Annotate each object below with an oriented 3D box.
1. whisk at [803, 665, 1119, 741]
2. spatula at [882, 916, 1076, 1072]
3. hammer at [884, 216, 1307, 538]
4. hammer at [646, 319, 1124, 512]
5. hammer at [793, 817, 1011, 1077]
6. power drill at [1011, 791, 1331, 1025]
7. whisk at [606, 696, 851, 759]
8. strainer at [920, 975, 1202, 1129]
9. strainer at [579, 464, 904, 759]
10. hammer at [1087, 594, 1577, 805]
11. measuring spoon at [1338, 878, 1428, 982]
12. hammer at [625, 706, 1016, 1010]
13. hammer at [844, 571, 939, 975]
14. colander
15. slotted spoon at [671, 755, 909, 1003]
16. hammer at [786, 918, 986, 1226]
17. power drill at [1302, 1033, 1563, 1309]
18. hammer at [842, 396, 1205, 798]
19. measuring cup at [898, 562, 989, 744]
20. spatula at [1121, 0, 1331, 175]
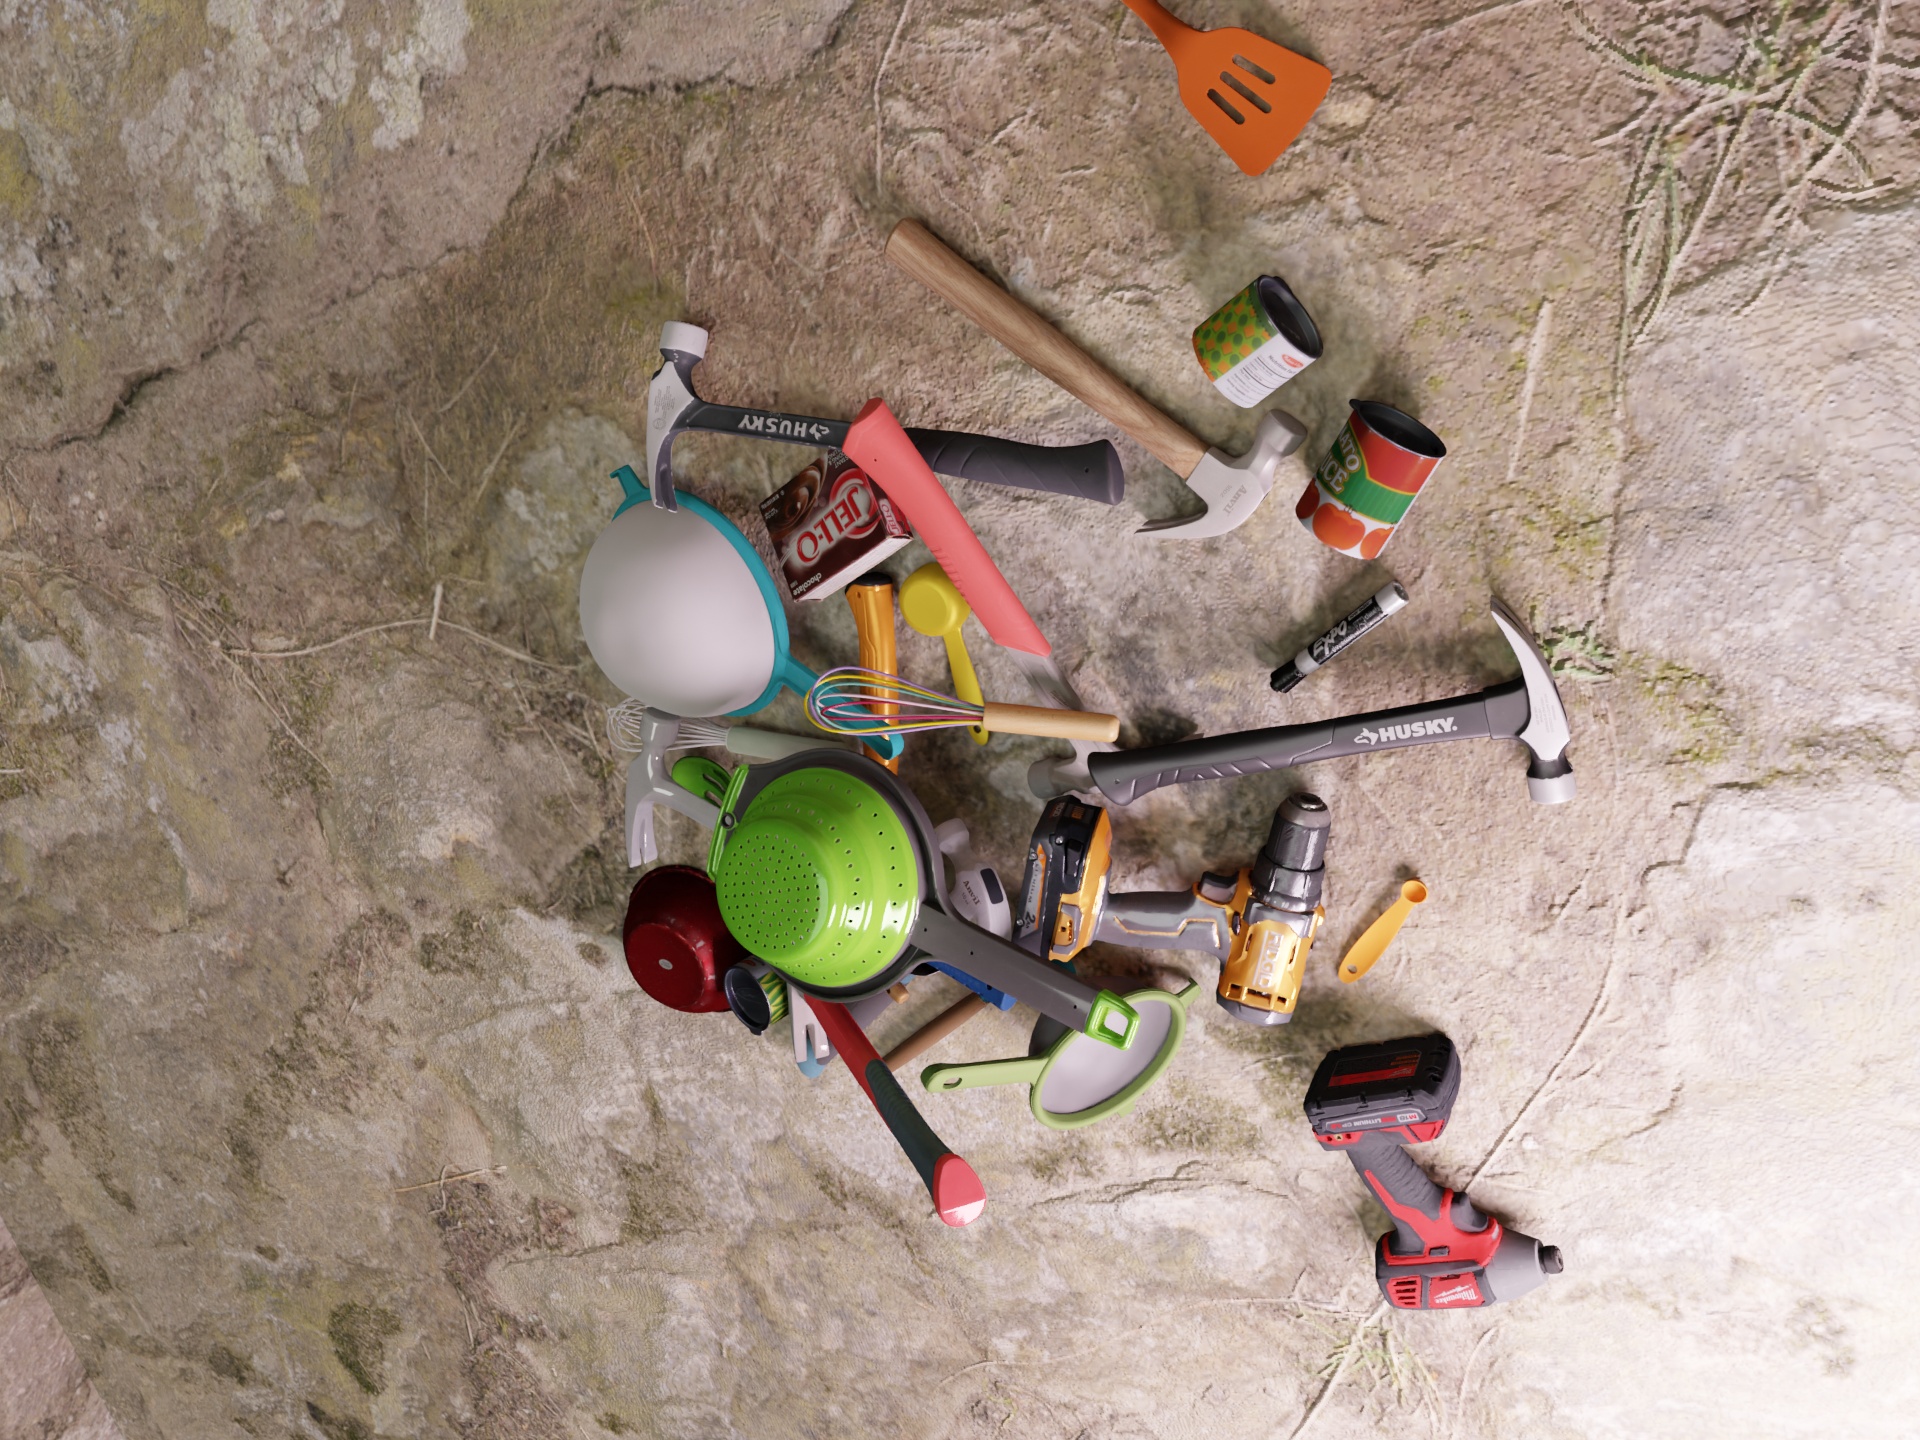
[{"bbox_3d":[-0.002,-0.002,1.204,0.245,0.047,0.051,6,119,14],"label":"whisk"},{"bbox_3d":[-0.002,0.254,1.402,0.317,0.044,0.082,-43,68,37],"label":"spatula"},{"bbox_3d":[0.079,-0.249,1.137,0.331,0.031,0.130,38,124,9],"label":"hammer"},{"bbox_3d":[-0.069,-0.205,1.191,0.409,0.036,0.149,13,92,25],"label":"hammer"},{"bbox_3d":[-0.061,0.227,1.415,0.331,0.033,0.128,-48,64,39],"label":"hammer"},{"bbox_3d":[0.166,0.123,1.218,0.226,0.084,0.185,14,113,9],"label":"power drill"},{"bbox_3d":[-0.208,0.014,1.407,0.246,0.059,0.057,9,153,21],"label":"whisk"},{"bbox_3d":[0.064,0.258,1.273,0.069,0.256,0.151,50,126,42],"label":"strainer"},{"bbox_3d":[-0.201,-0.048,1.302,0.341,0.095,0.210,34,135,23],"label":"strainer"},{"bbox_3d":[0.251,0.010,1.129,0.335,0.035,0.146,-10,108,22],"label":"hammer"},{"bbox_3d":[0.320,0.160,1.207,0.021,0.011,0.116,35,127,11],"label":"measuring spoon"},{"bbox_3d":[-0.124,0.133,1.323,0.406,0.035,0.144,26,113,25],"label":"hammer"},{"bbox_3d":[-0.061,0.046,1.315,0.127,0.034,0.336,14,112,45],"label":"hammer"},{"bbox_3d":[-0.054,0.156,1.208,0.397,0.094,0.204,24,104,24],"label":"colander"},{"bbox_3d":[-0.150,0.136,1.390,0.314,0.031,0.070,43,130,26],"label":"slotted spoon"},{"bbox_3d":[-0.071,0.297,1.278,0.387,0.038,0.143,-142,46,-61],"label":"hammer"},{"bbox_3d":[0.366,0.359,1.233,0.143,0.078,0.219,-17,106,33],"label":"power drill"},{"bbox_3d":[0.035,-0.085,1.168,0.149,0.037,0.358,-17,122,34],"label":"hammer"},{"bbox_3d":[-0.008,-0.049,1.275,0.062,0.029,0.156,-9,106,31],"label":"measuring cup"},{"bbox_3d":[0.096,-0.485,1.028,0.323,0.041,0.081,46,125,8],"label":"spatula"}]
